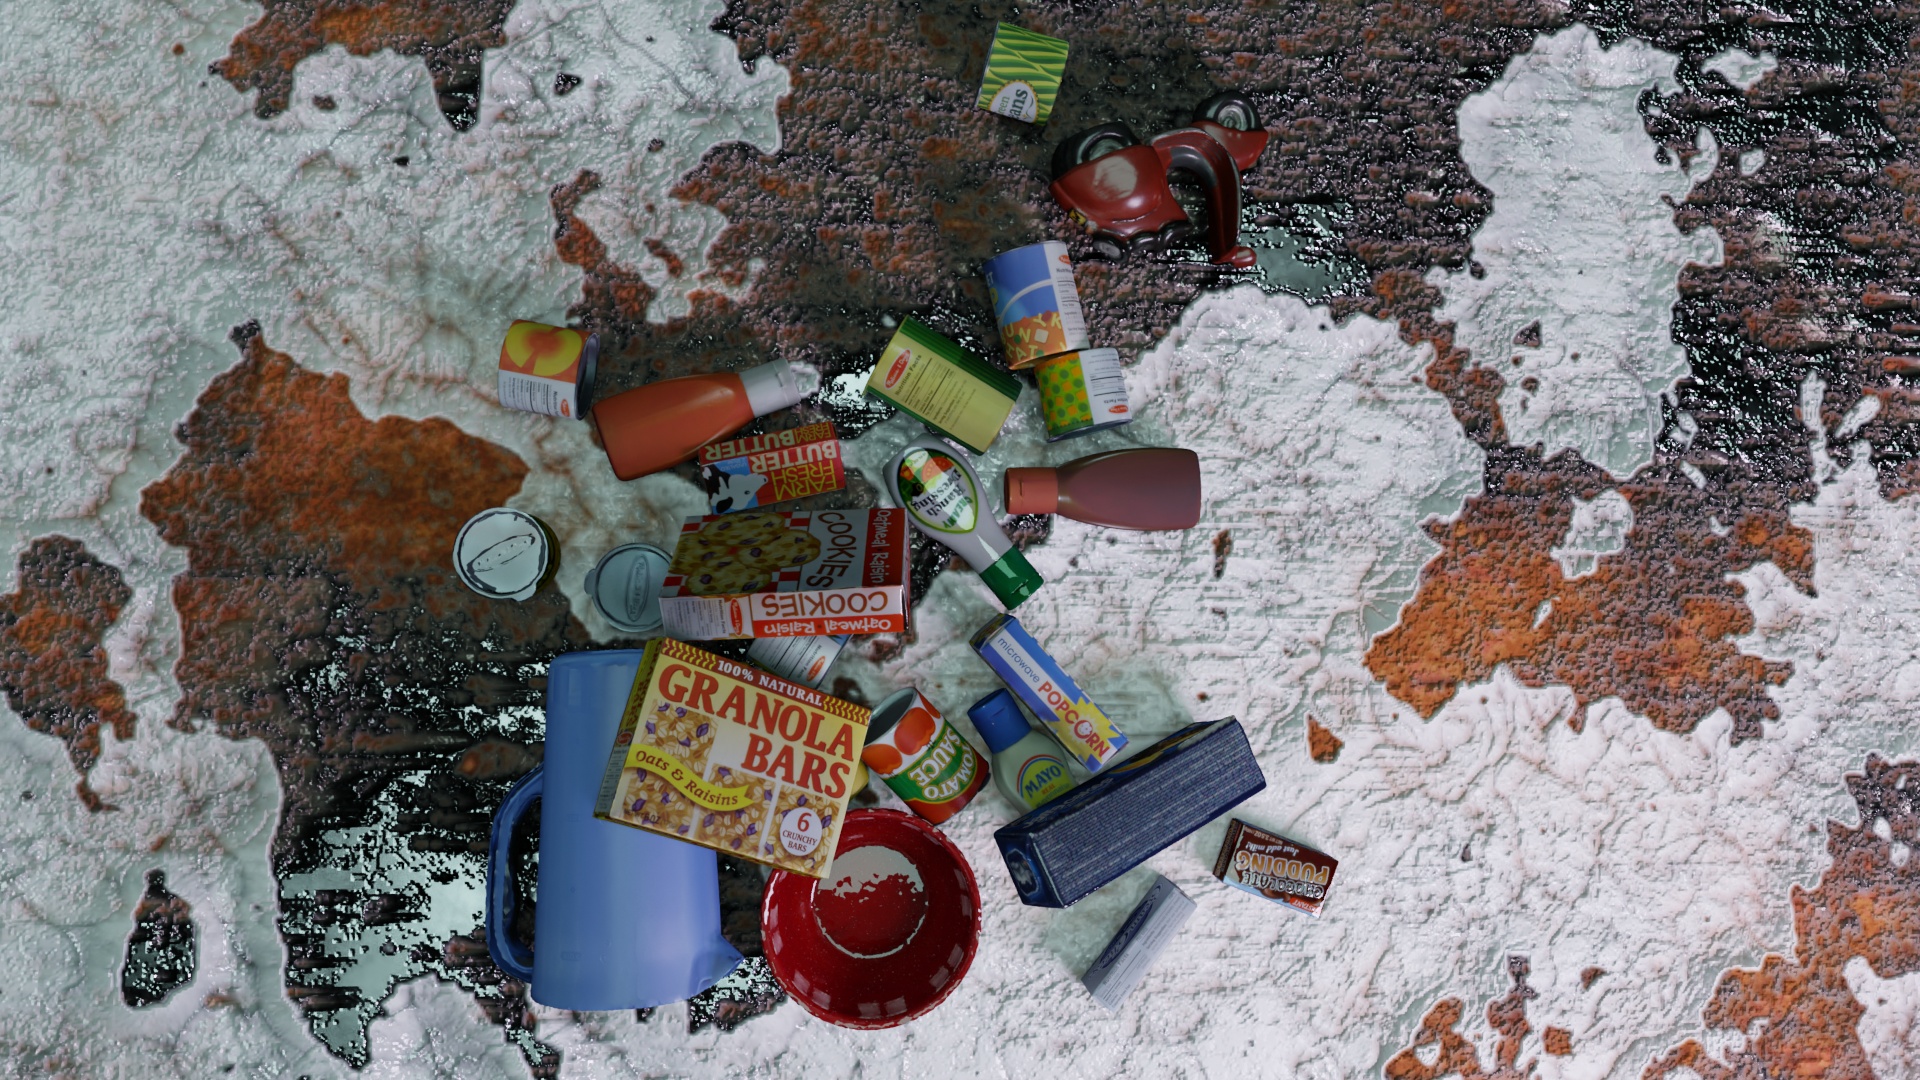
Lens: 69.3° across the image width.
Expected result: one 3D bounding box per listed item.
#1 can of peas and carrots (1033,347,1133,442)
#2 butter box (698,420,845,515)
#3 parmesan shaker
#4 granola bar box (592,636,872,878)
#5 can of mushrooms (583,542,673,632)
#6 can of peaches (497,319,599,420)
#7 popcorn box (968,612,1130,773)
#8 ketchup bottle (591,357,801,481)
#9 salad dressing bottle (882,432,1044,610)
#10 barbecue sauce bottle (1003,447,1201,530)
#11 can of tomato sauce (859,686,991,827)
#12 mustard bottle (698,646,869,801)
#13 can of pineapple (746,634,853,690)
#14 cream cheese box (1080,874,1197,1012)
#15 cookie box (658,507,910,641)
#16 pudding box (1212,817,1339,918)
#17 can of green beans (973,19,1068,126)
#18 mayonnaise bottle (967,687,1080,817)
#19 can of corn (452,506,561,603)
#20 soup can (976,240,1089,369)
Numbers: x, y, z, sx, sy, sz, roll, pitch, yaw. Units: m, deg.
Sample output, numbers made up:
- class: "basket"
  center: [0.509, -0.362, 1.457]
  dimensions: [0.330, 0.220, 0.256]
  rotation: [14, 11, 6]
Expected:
- class: "can of peas and carrots"
  center: [0.092, -0.111, 1.064]
  dimensions: [0.071, 0.071, 0.058]
  rotation: [-12, 88, -7]
- class: "butter box"
  center: [-0.140, -0.054, 1.041]
  dimensions: [0.103, 0.052, 0.024]
  rotation: [-12, 45, -6]
- class: "parmesan shaker"
  center: [-0.014, -0.114, 1.053]
  dimensions: [0.103, 0.071, 0.071]
  rotation: [30, 85, -5]
- class: "granola bar box"
  center: [-0.153, 0.151, 0.952]
  dimensions: [0.165, 0.039, 0.124]
  rotation: [24, 69, -29]
- class: "can of mushrooms"
  center: [-0.242, 0.034, 1.035]
  dimensions: [0.071, 0.033, 0.071]
  rotation: [0, 88, -6]
- class: "can of peaches"
  center: [-0.302, -0.127, 1.022]
  dimensions: [0.058, 0.071, 0.071]
  rotation: [10, 86, -5]
- class: "popcorn box"
  center: [0.064, 0.112, 1.038]
  dimensions: [0.038, 0.085, 0.126]
  rotation: [-43, 93, -5]
- class: "ketchup bottle"
  center: [-0.196, -0.097, 1.042]
  dimensions: [0.149, 0.043, 0.064]
  rotation: [-20, 90, -7]
- class: "salad dressing bottle"
  center: [0.004, -0.013, 1.059]
  dimensions: [0.064, 0.044, 0.147]
  rotation: [-41, 92, 0]
- class: "barbecue sauce bottle"
  center: [0.109, -0.039, 1.072]
  dimensions: [0.149, 0.043, 0.065]
  rotation: [-1, 87, -6]
- class: "can of tomato sauce"
  center: [-0.029, 0.159, 1.025]
  dimensions: [0.071, 0.071, 0.083]
  rotation: [-44, 105, -6]
- class: "mustard bottle"
  center: [-0.141, 0.139, 1.033]
  dimensions: [0.160, 0.048, 0.065]
  rotation: [45, 78, -3]
- class: "can of pineapple"
  center: [-0.117, 0.075, 1.032]
  dimensions: [0.058, 0.071, 0.071]
  rotation: [34, 84, -2]
- class: "cream cheese box"
  center: [0.135, 0.305, 1.052]
  dimensions: [0.024, 0.053, 0.104]
  rotation: [39, 84, -1]
- class: "cookie box"
  center: [-0.120, 0.023, 0.996]
  dimensions: [0.167, 0.123, 0.040]
  rotation: [-2, 117, 0]
- class: "pudding box"
  center: [0.244, 0.254, 1.078]
  dimensions: [0.084, 0.030, 0.049]
  rotation: [22, 86, -4]
- class: "can of green beans"
  center: [0.047, -0.359, 1.071]
  dimensions: [0.058, 0.071, 0.071]
  rotation: [16, 86, -6]
- class: "mayonnaise bottle"
  center: [0.059, 0.183, 1.056]
  dimensions: [0.065, 0.041, 0.148]
  rotation: [-33, 92, -14]
- class: "can of corn"
  center: [-0.328, 0.013, 1.014]
  dimensions: [0.071, 0.058, 0.071]
  rotation: [0, 87, -6]
- class: "soup can"
  center: [0.056, -0.178, 1.064]
  dimensions: [0.071, 0.071, 0.083]
  rotation: [-13, 89, -7]
